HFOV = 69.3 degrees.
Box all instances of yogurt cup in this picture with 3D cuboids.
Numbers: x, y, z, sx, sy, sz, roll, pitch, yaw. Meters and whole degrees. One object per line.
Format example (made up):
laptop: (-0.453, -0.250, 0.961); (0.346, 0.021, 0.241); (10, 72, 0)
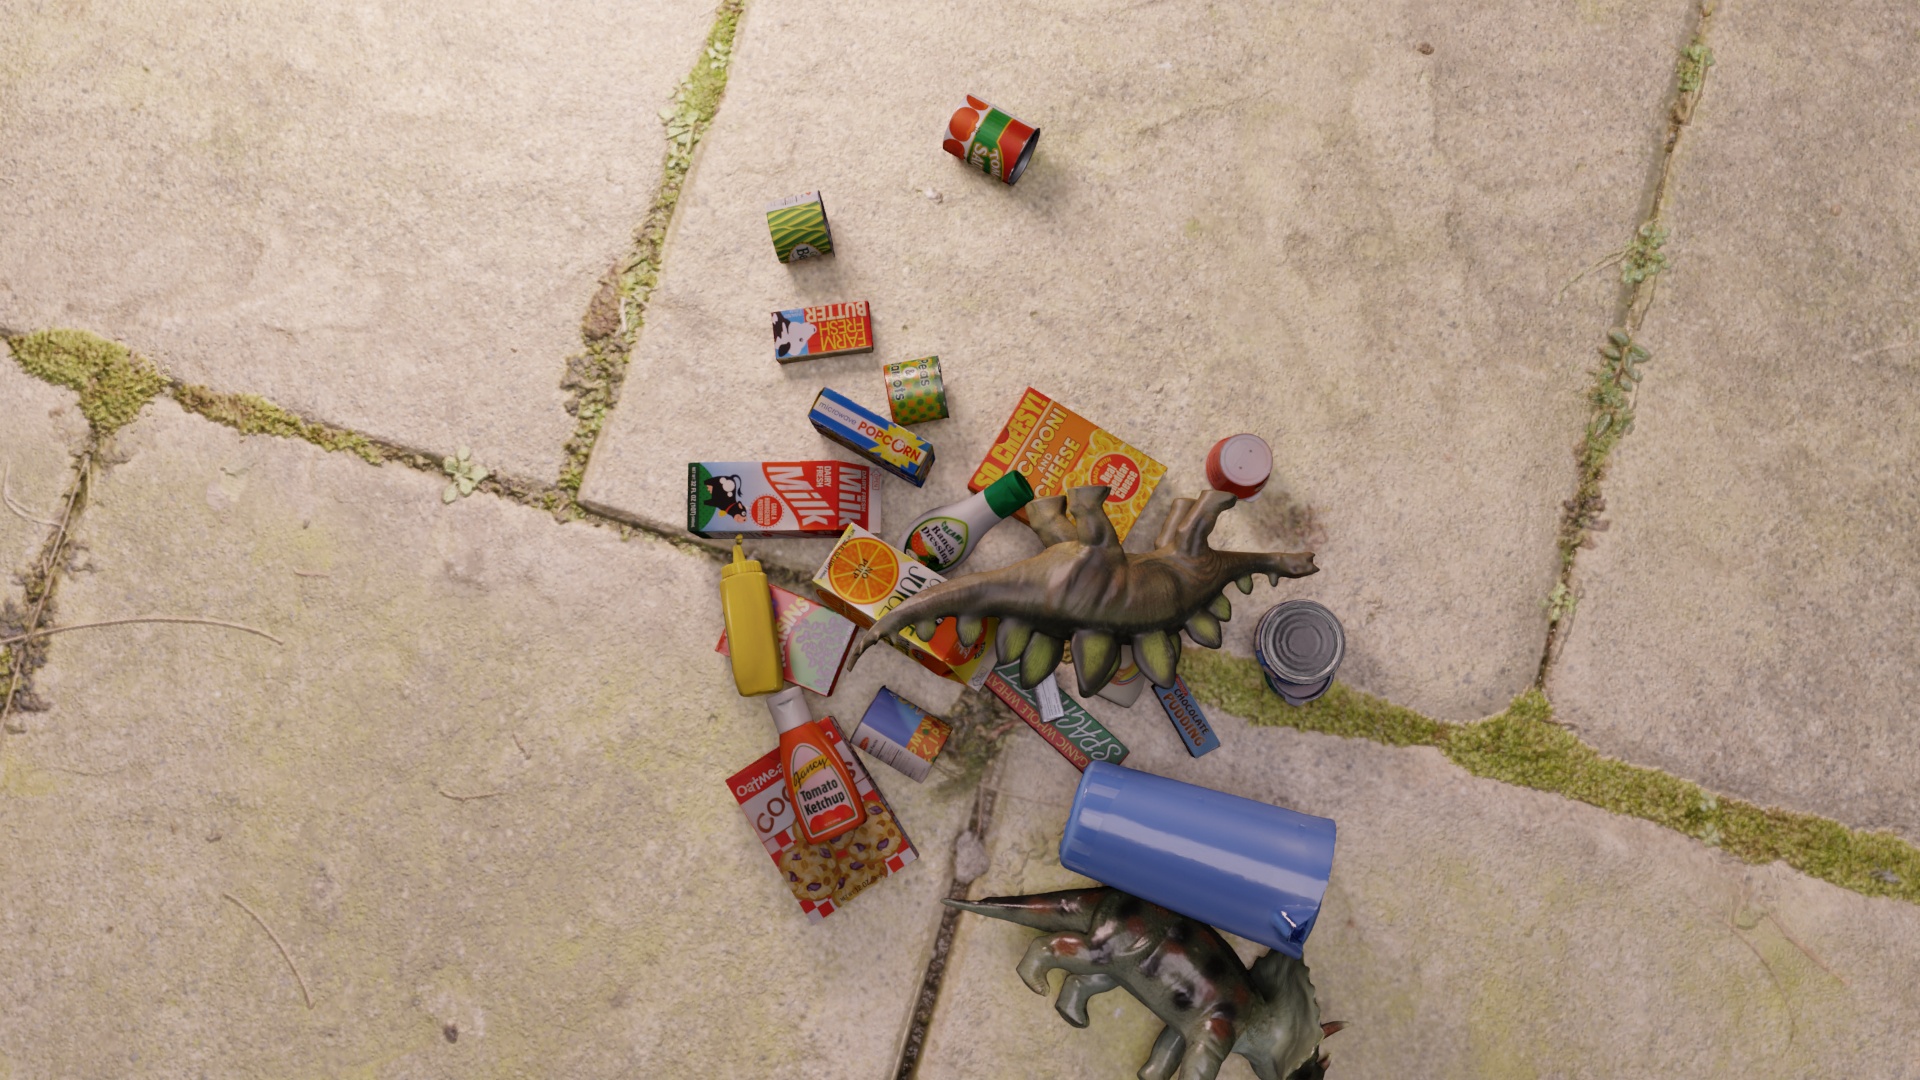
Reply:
yogurt cup: (0.287, -0.078, 1.417); (0.072, 0.054, 0.072); (0, 83, 1)

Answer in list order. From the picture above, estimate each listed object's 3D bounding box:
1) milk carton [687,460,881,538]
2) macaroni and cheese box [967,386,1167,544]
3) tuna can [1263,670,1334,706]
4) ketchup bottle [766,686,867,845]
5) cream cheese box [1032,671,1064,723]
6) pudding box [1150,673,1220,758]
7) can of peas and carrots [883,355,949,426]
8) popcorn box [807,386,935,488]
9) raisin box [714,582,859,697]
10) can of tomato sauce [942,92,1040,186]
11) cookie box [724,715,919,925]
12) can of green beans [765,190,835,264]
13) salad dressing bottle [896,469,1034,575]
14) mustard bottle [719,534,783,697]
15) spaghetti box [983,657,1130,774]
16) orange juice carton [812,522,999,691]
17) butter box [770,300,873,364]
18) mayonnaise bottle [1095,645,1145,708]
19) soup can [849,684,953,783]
milk carton: (-0.176, -0.041, 1.411); (0.191, 0.073, 0.072); (0, 83, 1)
macaroni and cheese box: (0.109, -0.064, 1.425); (0.166, 0.040, 0.124); (31, 84, 4)
tuna can: (0.340, 0.132, 1.401); (0.071, 0.033, 0.071); (0, 83, 1)
ketchup bottle: (-0.146, 0.217, 1.353); (0.065, 0.043, 0.149); (-23, 83, -3)
cream cheese box: (0.079, 0.127, 1.366); (0.024, 0.053, 0.104); (-13, 80, -3)
pudding box: (0.225, 0.175, 1.389); (0.030, 0.049, 0.084); (-30, 84, -1)
can of peas and carrots: (-0.046, -0.154, 1.424); (0.059, 0.071, 0.071); (-10, 83, 1)
popcorn box: (-0.089, -0.104, 1.411); (0.127, 0.085, 0.038); (29, 84, 4)
raisin box: (-0.174, 0.098, 1.411); (0.123, 0.040, 0.086); (22, 85, 4)
can of tomato sauce: (0.031, -0.419, 1.456); (0.083, 0.071, 0.071); (29, 85, 5)
cookie box: (-0.138, 0.277, 1.388); (0.123, 0.040, 0.167); (-32, 83, -3)
can of green beans: (-0.168, -0.326, 1.449); (0.058, 0.071, 0.071); (-13, 83, 0)
salad dressing bottle: (0.005, -0.017, 1.395); (0.147, 0.044, 0.064); (-34, 95, 18)
mustard bottle: (-0.208, 0.072, 1.365); (0.049, 0.065, 0.160); (-11, 78, -4)
spaghetti box: (0.064, 0.149, 1.406); (0.250, 0.028, 0.050); (42, 85, 5)
orange juice carton: (-0.046, 0.069, 1.362); (0.193, 0.072, 0.072); (31, 73, 7)
butter box: (-0.144, -0.219, 1.456); (0.103, 0.024, 0.053); (-8, 84, 0)
mayonnaise bottle: (0.174, 0.091, 1.404); (0.065, 0.041, 0.148); (25, 84, 3)
soup can: (-0.057, 0.192, 1.385); (0.084, 0.071, 0.071); (30, 85, 4)
